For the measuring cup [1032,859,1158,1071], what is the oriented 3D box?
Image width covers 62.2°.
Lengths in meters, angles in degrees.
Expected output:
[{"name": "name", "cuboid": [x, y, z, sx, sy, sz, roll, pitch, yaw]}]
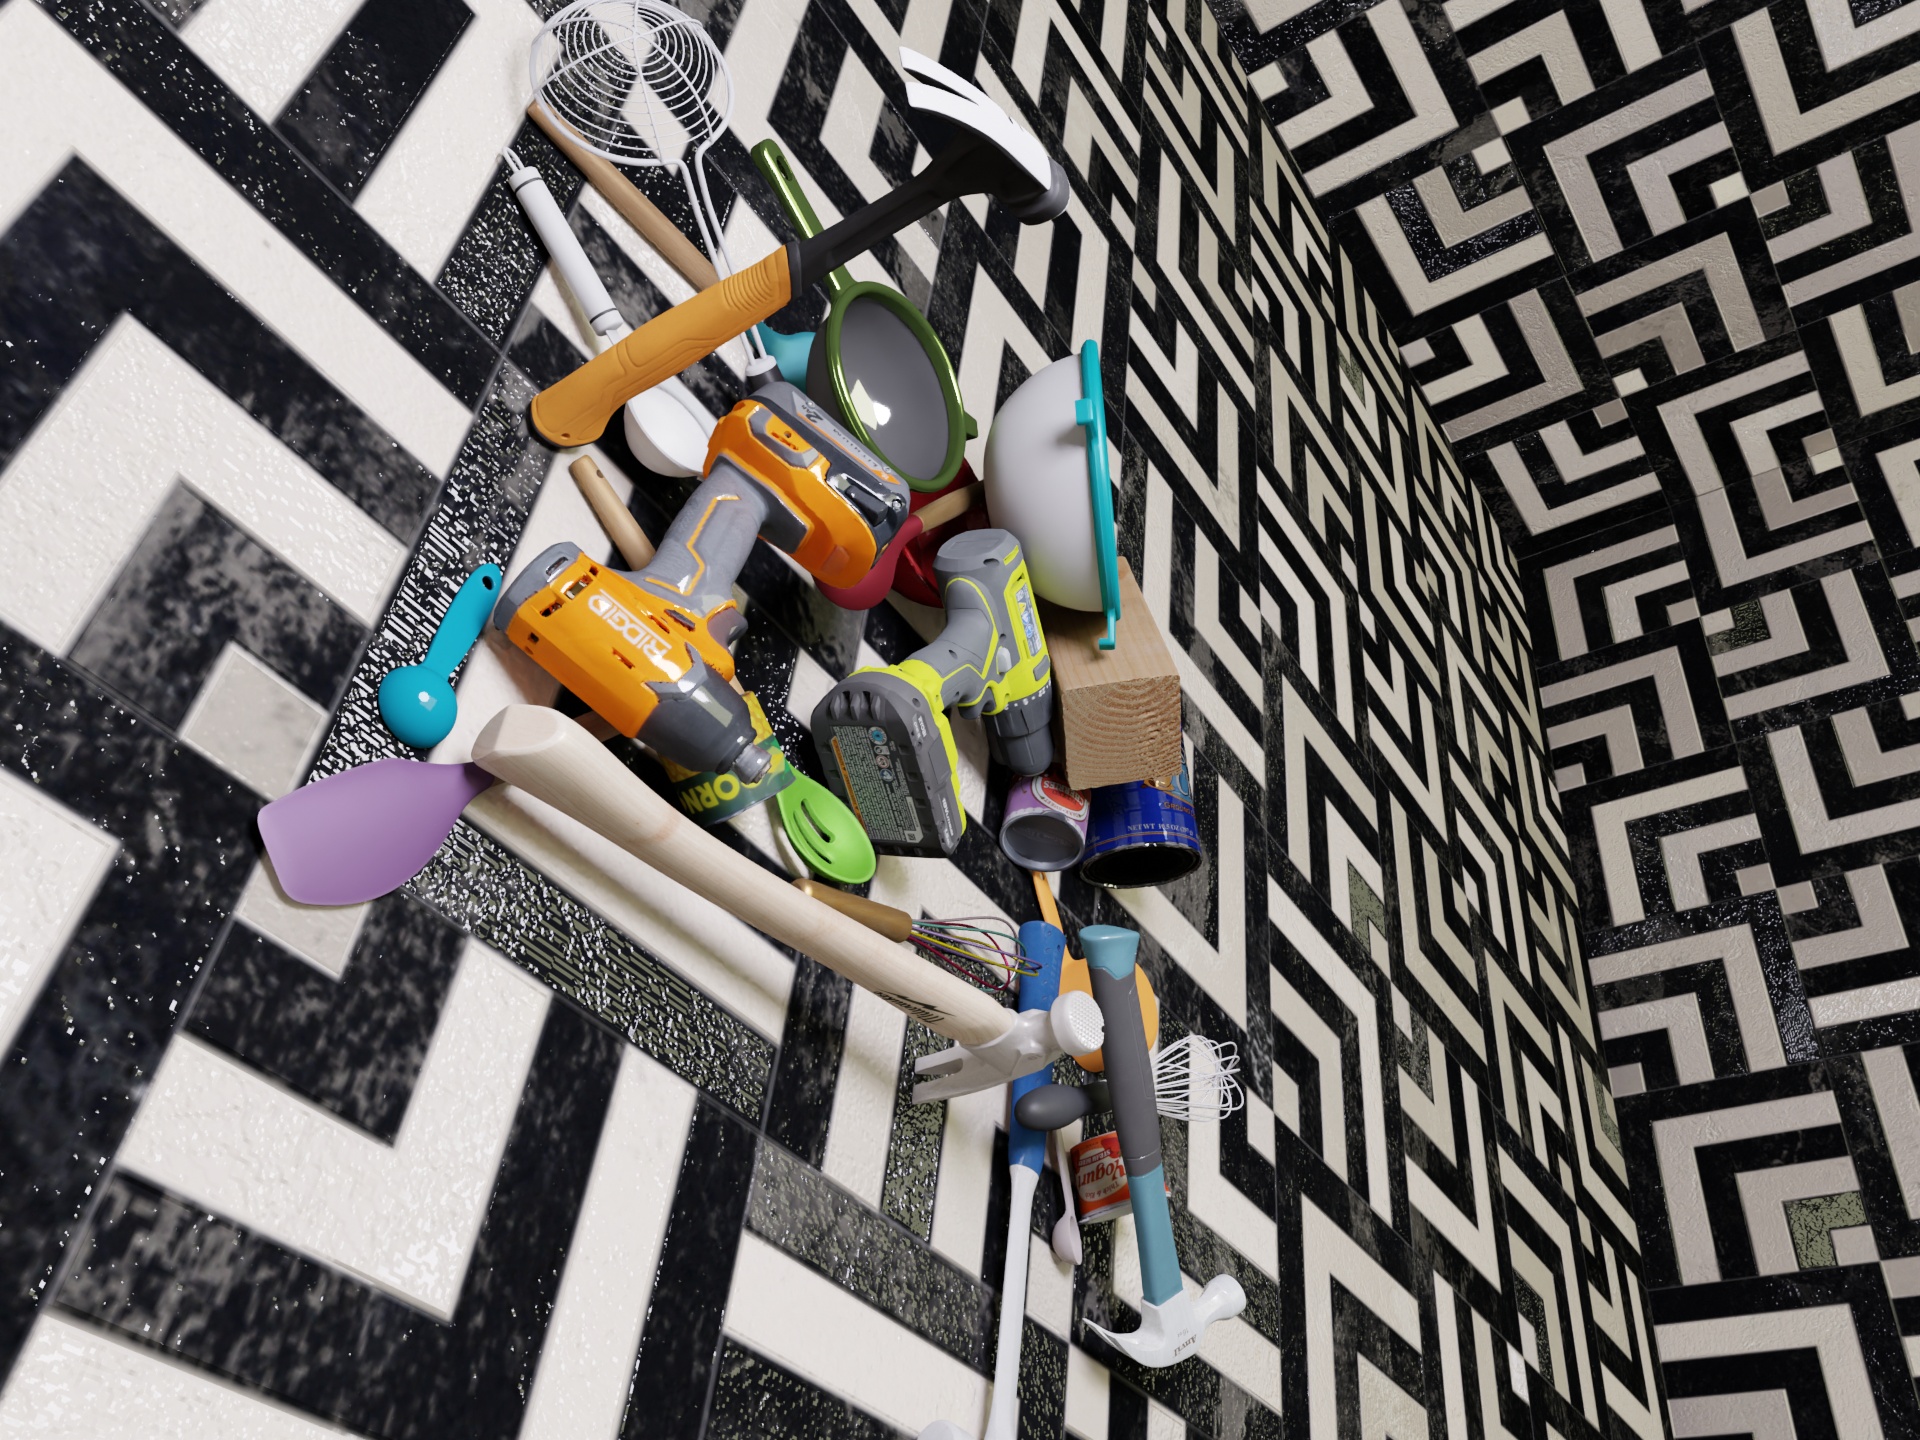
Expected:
[{"name": "measuring cup", "cuboid": [0.104, 0.186, 1.240, 0.095, 0.052, 0.173, -20, 91, -61]}]

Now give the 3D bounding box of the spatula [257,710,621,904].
[{"name": "spatula", "cuboid": [-0.227, 0.022, 0.820, 0.316, 0.018, 0.059, -32, 105, -59]}]

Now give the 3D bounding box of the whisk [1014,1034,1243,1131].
[{"name": "whisk", "cuboid": [0.124, 0.268, 1.154, 0.284, 0.070, 0.070, 8, 65, -52]}]

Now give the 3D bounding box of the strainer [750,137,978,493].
[{"name": "strainer", "cuboid": [-0.089, -0.265, 1.088, 0.256, 0.069, 0.151, 60, 35, -19]}]

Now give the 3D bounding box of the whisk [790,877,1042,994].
[{"name": "whisk", "cuboid": [-0.029, 0.143, 1.066, 0.244, 0.051, 0.047, 26, 30, -46]}]

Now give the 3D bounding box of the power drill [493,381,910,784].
[{"name": "power drill", "cuboid": [-0.125, -0.074, 0.892, 0.164, 0.084, 0.226, 40, 54, -1]}]

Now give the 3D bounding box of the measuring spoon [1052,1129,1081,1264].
[{"name": "measuring spoon", "cuboid": [0.068, 0.327, 1.136, 0.034, 0.018, 0.124, 61, 18, -54]}]

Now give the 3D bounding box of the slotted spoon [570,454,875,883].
[{"name": "slotted spoon", "cuboid": [-0.147, -0.025, 0.978, 0.313, 0.031, 0.070, 59, 26, -15]}]

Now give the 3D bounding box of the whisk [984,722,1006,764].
[{"name": "whisk", "cuboid": [0.030, -0.077, 1.293, 0.055, 0.055, 0.239, 25, 56, -52]}]

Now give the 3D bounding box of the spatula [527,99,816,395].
[{"name": "spatula", "cuboid": [-0.170, -0.311, 1.099, 0.317, 0.044, 0.082, 40, 67, -39]}]

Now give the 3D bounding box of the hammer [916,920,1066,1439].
[{"name": "hammer", "cuboid": [0.044, 0.319, 1.075, 0.143, 0.035, 0.406, 46, 37, -36]}]

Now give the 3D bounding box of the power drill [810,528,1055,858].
[{"name": "power drill", "cuboid": [-0.002, -0.004, 1.110, 0.228, 0.080, 0.190, -50, 132, -48]}]

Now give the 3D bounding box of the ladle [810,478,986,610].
[{"name": "ladle", "cuboid": [-0.024, -0.145, 1.148, 0.069, 0.031, 0.315, 67, 28, -9]}]

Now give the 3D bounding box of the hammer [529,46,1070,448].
[{"name": "hammer", "cuboid": [-0.113, -0.229, 0.842, 0.127, 0.337, 0.034, 17, 57, -53]}]

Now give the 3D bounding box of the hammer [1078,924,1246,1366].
[{"name": "hammer", "cuboid": [0.124, 0.291, 1.084, 0.128, 0.033, 0.331, -21, 108, -35]}]

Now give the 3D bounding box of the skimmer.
[{"name": "skimmer", "cuboid": [-0.169, -0.298, 1.067, 0.127, 0.090, 0.363, -34, 123, -24]}]

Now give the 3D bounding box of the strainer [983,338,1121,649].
[{"name": "strainer", "cuboid": [0.069, -0.209, 1.253, 0.341, 0.095, 0.210, -87, 169, -59]}]

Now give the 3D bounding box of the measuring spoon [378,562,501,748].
[{"name": "measuring spoon", "cuboid": [-0.254, -0.040, 0.807, 0.042, 0.021, 0.129, 49, 36, -32]}]

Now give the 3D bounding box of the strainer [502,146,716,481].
[{"name": "strainer", "cuboid": [-0.215, -0.238, 0.983, 0.258, 0.050, 0.087, 61, 24, -5]}]

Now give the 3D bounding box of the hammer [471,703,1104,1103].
[{"name": "hammer", "cuboid": [-0.100, 0.113, 0.892, 0.410, 0.146, 0.038, 37, 41, -34]}]
